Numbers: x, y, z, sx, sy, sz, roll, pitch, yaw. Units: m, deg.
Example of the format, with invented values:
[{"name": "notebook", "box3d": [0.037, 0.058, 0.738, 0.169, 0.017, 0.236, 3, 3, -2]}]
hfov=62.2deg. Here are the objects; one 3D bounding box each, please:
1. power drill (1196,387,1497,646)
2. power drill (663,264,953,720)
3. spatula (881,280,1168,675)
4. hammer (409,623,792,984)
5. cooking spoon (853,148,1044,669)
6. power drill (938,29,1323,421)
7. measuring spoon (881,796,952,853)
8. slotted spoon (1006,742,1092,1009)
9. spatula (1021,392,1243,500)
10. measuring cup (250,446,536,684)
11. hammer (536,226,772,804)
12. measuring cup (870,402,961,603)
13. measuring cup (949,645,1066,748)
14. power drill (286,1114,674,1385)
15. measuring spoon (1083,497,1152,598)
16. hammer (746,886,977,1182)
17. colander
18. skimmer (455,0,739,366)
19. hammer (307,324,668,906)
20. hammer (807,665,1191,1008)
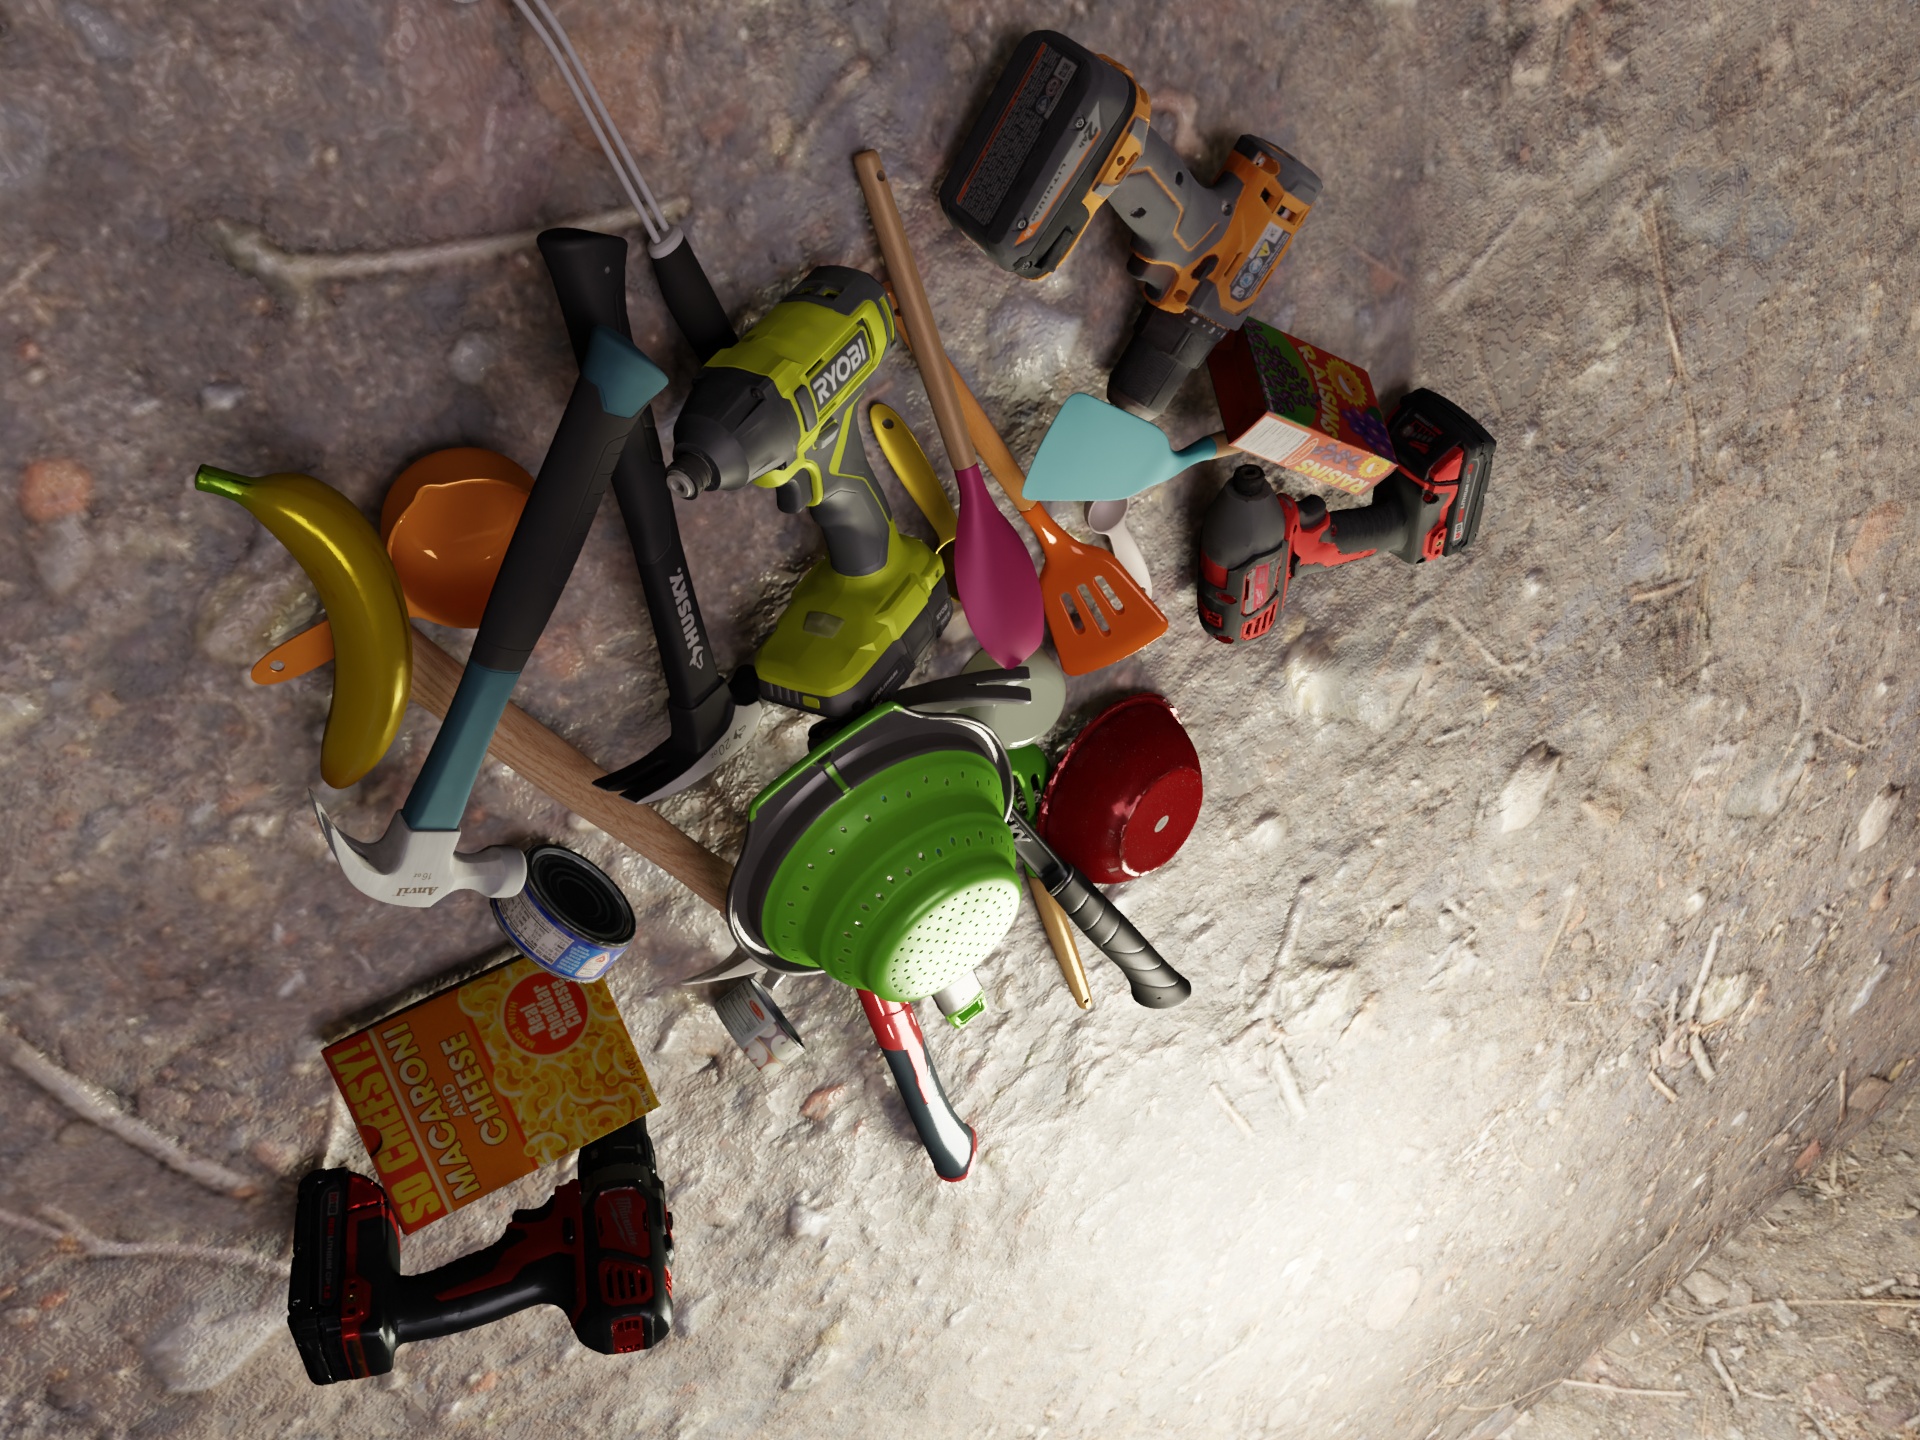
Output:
[{"name": "power drill", "box3d": [0.269, -0.150, 1.143, 0.219, 0.079, 0.143, -24, 139, -16]}, {"name": "power drill", "box3d": [-0.083, -0.113, 0.884, 0.171, 0.080, 0.223, -54, 145, -34]}, {"name": "spatula", "box3d": [0.034, -0.148, 1.006, 0.081, 0.041, 0.322, -26, 134, 15]}, {"name": "hammer", "box3d": [-0.211, 0.050, 0.940, 0.031, 0.130, 0.331, -17, 137, 33]}, {"name": "cooking spoon", "box3d": [-0.005, -0.172, 0.928, 0.069, 0.017, 0.318, -40, 123, -35]}, {"name": "power drill", "box3d": [0.095, -0.279, 0.937, 0.226, 0.084, 0.185, 9, 122, -44]}, {"name": "measuring spoon", "box3d": [-0.031, 0.076, 1.120, 0.042, 0.021, 0.128, -39, 135, 21]}, {"name": "slotted spoon", "box3d": [0.067, 0.131, 1.230, 0.070, 0.031, 0.313, -30, 134, -10]}, {"name": "spatula", "box3d": [0.172, -0.193, 1.052, 0.317, 0.044, 0.082, -21, 149, -41]}, {"name": "measuring cup", "box3d": [-0.291, -0.076, 0.822, 0.173, 0.052, 0.095, -30, 133, -1]}, {"name": "hammer", "box3d": [-0.168, -0.102, 0.845, 0.146, 0.035, 0.334, -48, 145, -37]}, {"name": "measuring cup", "box3d": [-0.013, -0.138, 0.989, 0.062, 0.029, 0.156, -18, 124, 22]}, {"name": "measuring cup", "box3d": [-0.002, -0.003, 1.080, 0.167, 0.038, 0.083, -18, 128, -25]}, {"name": "power drill", "box3d": [-0.300, 0.321, 1.021, 0.226, 0.188, 0.080, -4, 134, -13]}, {"name": "measuring spoon", "box3d": [0.110, -0.120, 1.102, 0.034, 0.018, 0.124, -40, 141, -7]}, {"name": "hammer", "box3d": [-0.055, 0.249, 1.194, 0.143, 0.038, 0.385, -46, 141, -28]}, {"name": "colander", "box3d": [-0.014, 0.143, 1.028, 0.204, 0.095, 0.396, -37, 147, -10]}, {"name": "skimmer", "box3d": [-0.146, -0.279, 0.755, 0.127, 0.090, 0.362, -61, 144, -30]}, {"name": "hammer", "box3d": [-0.224, -0.041, 0.790, 0.128, 0.033, 0.331, 4, 123, -48]}, {"name": "hammer", "box3d": [0.066, 0.100, 1.127, 0.149, 0.036, 0.408, -22, 134, 22]}]
